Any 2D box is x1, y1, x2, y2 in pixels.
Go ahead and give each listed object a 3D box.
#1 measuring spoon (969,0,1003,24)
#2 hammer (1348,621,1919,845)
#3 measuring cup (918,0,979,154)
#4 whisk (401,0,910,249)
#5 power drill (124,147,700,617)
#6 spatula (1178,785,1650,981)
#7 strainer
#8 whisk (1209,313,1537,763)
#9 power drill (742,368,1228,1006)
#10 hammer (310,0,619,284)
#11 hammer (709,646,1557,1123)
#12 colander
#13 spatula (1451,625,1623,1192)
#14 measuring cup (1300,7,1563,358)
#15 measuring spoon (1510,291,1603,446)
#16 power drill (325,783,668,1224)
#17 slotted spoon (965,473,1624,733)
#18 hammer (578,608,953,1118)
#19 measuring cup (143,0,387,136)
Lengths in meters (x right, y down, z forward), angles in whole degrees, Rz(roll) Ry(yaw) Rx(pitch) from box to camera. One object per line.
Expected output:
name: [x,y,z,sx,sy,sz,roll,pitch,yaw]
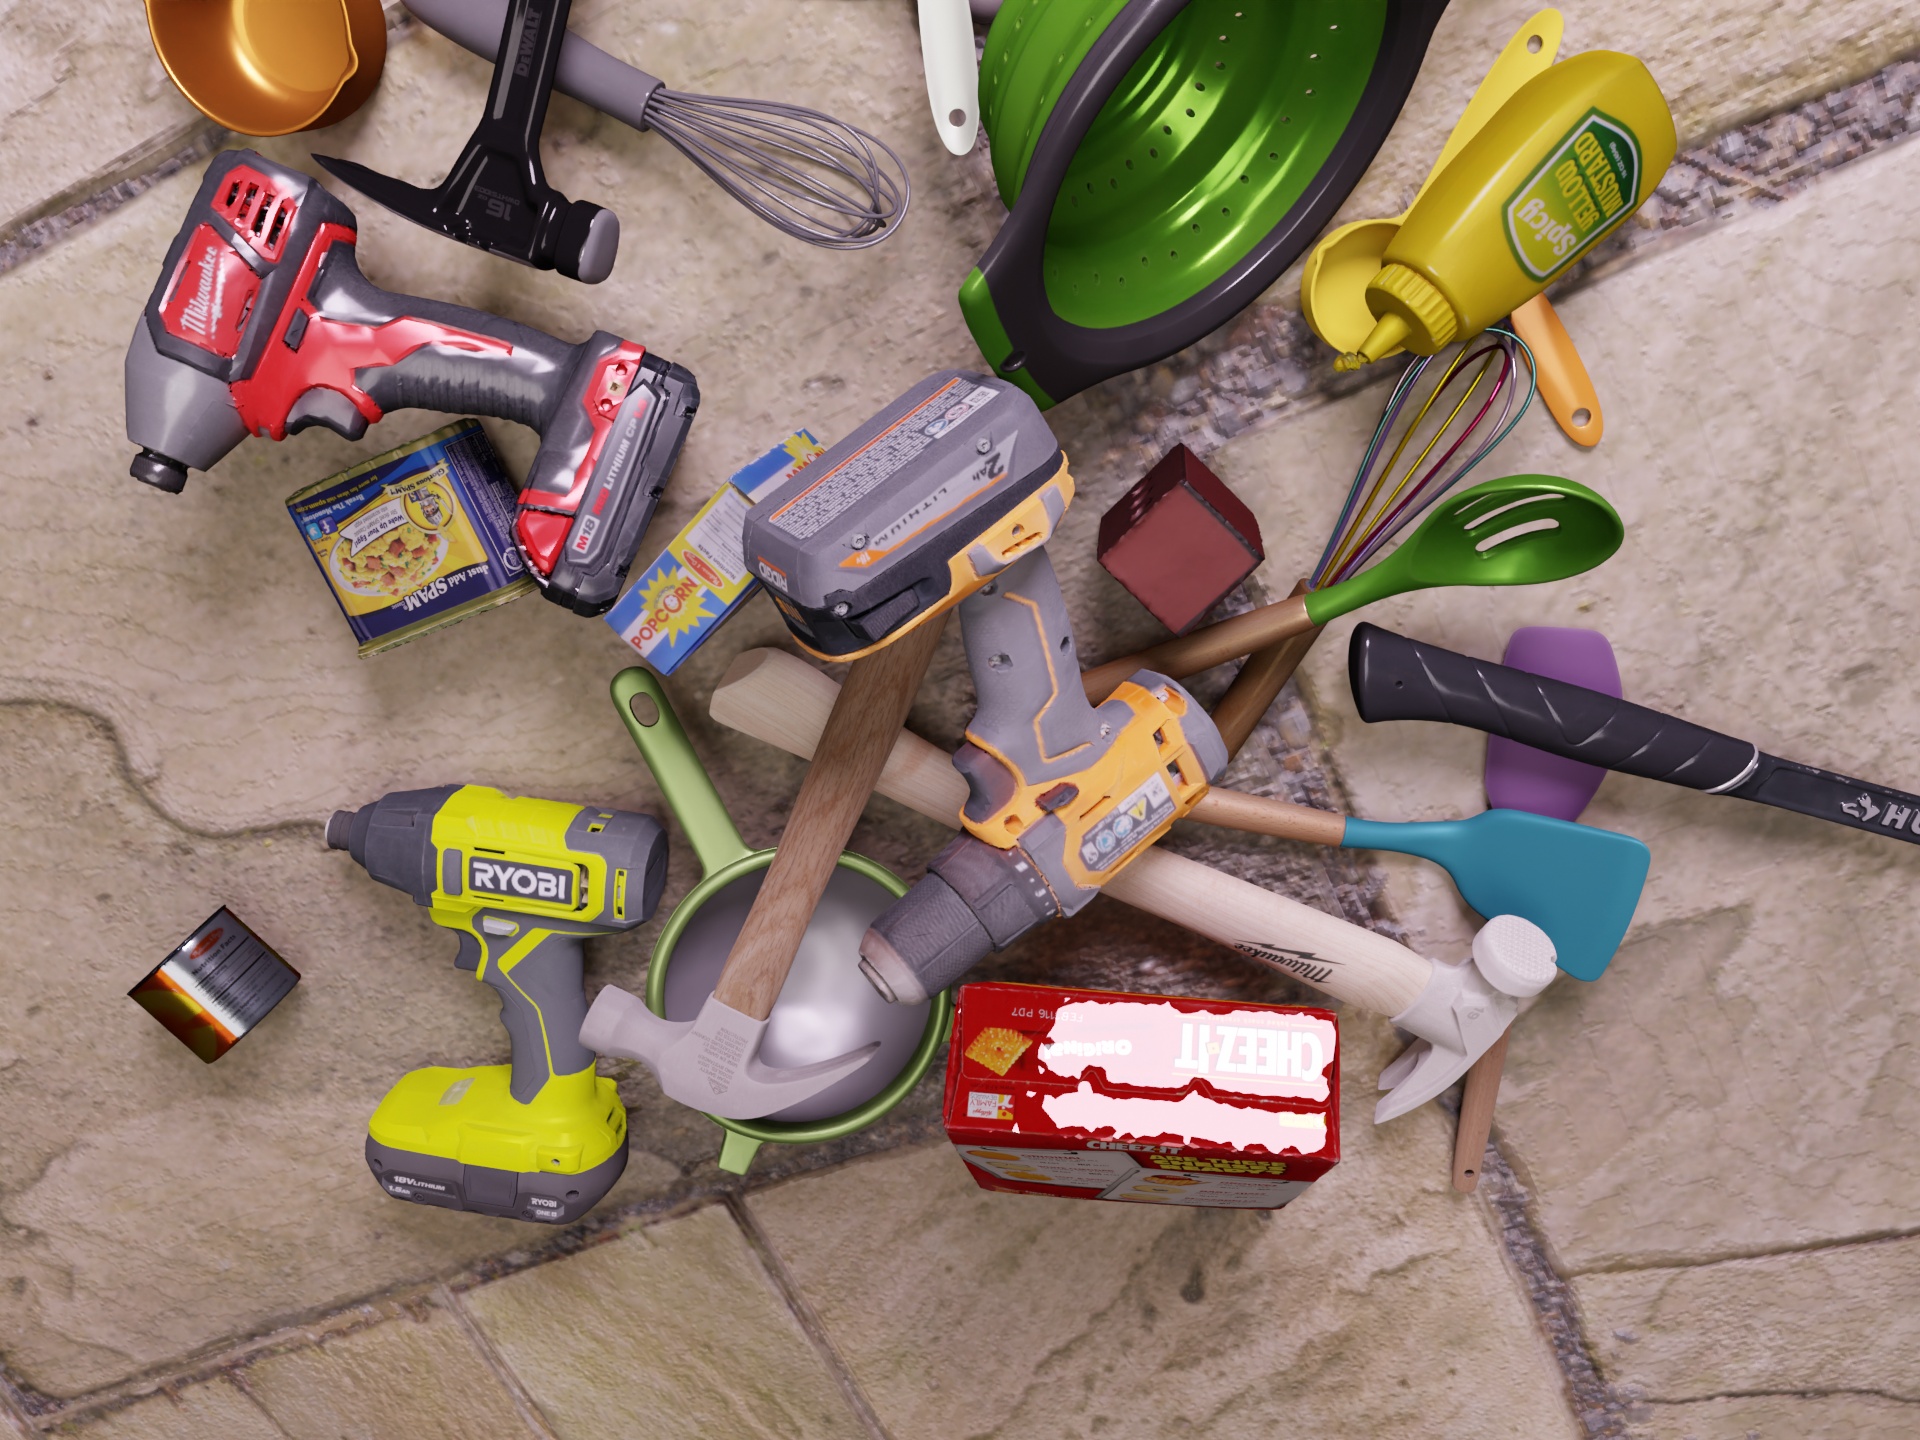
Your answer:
measuring spoon: [-0.035,-0.309,0.656,0.124,0.018,0.034,7,113,5]
hammer: [0.373,0.023,0.728,0.409,0.036,0.149,15,112,-3]
measuring cup: [-0.007,-0.312,0.633,0.083,0.038,0.167,-4,106,9]
whisk: [-0.131,-0.264,0.674,0.239,0.055,0.055,26,113,0]
power drill: [-0.234,-0.131,0.675,0.219,0.078,0.143,23,86,-13]
spatula: [0.160,0.053,0.770,0.317,0.044,0.082,11,121,4]
strainer: [-0.108,0.087,0.804,0.151,0.069,0.256,-28,97,-6]
whisk: [0.177,-0.076,0.719,0.051,0.047,0.245,27,117,-5]
power drill: [-0.001,-0.002,0.649,0.185,0.084,0.226,-39,124,-12]
hammer: [-0.156,-0.353,0.620,0.127,0.034,0.336,21,105,5]
hammer: [0.068,0.074,0.781,0.410,0.038,0.146,24,134,0]
colander: [0.135,-0.294,0.601,0.397,0.204,0.095,-42,68,4]
spatula: [0.276,0.104,0.792,0.060,0.018,0.315,5,112,6]
measuring cup: [0.198,-0.224,0.665,0.062,0.029,0.156,30,101,-15]
measuring spoon: [0.250,-0.168,0.685,0.021,0.011,0.116,-28,107,17]
power drill: [-0.249,0.145,0.843,0.171,0.080,0.223,8,110,3]
slotted spoon: [0.132,-0.042,0.708,0.314,0.031,0.070,-21,140,30]
hammer: [-0.054,0.031,0.729,0.130,0.031,0.331,25,97,4]
measuring cup: [-0.275,-0.331,0.658,0.095,0.052,0.173,20,112,-2]
